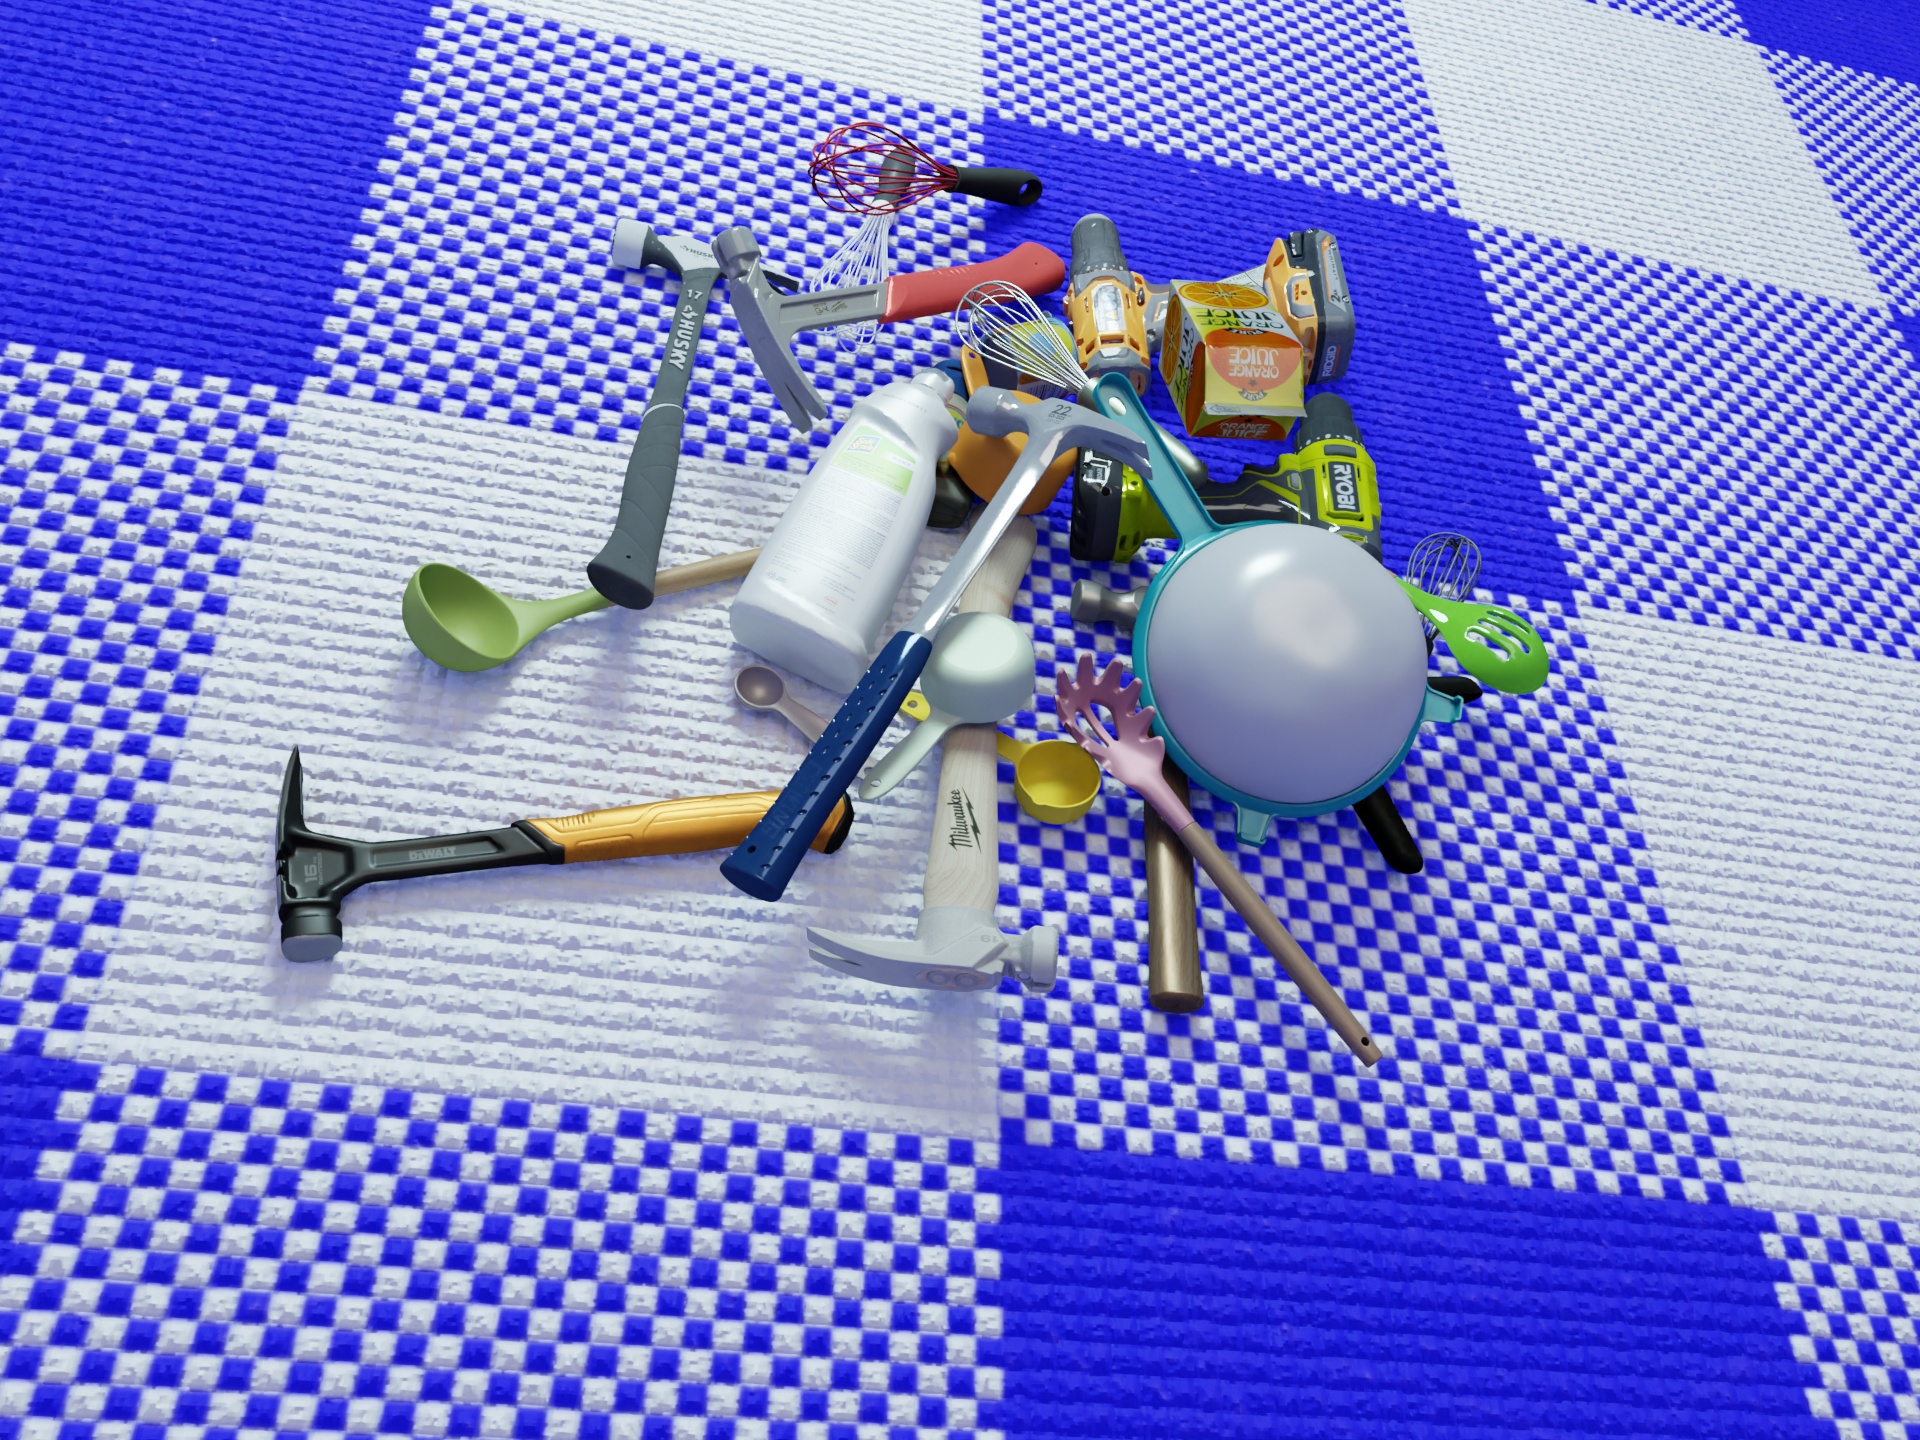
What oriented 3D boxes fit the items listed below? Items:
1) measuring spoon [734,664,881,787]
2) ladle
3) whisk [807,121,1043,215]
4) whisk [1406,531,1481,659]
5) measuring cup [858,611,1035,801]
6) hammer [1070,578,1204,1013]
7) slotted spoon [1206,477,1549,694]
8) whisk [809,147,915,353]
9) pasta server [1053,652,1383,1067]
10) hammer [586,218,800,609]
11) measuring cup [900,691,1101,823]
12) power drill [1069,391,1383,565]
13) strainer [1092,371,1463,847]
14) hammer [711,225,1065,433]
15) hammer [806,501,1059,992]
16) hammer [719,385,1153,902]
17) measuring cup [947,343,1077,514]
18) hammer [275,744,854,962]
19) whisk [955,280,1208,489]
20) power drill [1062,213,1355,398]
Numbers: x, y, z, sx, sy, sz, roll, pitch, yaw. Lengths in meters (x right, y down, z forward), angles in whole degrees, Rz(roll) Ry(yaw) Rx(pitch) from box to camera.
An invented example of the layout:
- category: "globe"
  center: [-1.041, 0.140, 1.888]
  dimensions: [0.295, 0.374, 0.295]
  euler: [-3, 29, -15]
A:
- category: "measuring spoon"
  center: [-0.099, 0.008, 1.050]
  dimensions: [0.124, 0.018, 0.034]
  euler: [38, 52, 3]
- category: "ladle"
  center: [-0.211, -0.096, 1.063]
  dimensions: [0.320, 0.062, 0.078]
  euler: [-17, 64, -29]
- category: "whisk"
  center: [-0.022, -0.453, 1.328]
  dimensions: [0.295, 0.073, 0.073]
  euler: [-16, 60, -50]
- category: "whisk"
  center: [0.345, -0.059, 1.210]
  dimensions: [0.055, 0.055, 0.239]
  euler: [28, 57, 4]
- category: "measuring cup"
  center: [-0.014, -0.012, 1.006]
  dimensions: [0.083, 0.038, 0.168]
  euler: [26, 50, 22]
- category: "hammer"
  center: [0.142, 0.043, 1.084]
  dimensions: [0.130, 0.031, 0.332]
  euler: [9, 54, -10]
- category: "slotted spoon"
  center: [0.305, -0.114, 1.210]
  dimensions: [0.314, 0.031, 0.070]
  euler: [33, 61, 25]
- category: "whisk"
  center: [-0.073, -0.403, 1.322]
  dimensions: [0.070, 0.070, 0.285]
  euler: [17, 48, -5]
- category: "pasta server"
  center: [0.163, 0.087, 1.017]
  dimensions: [0.060, 0.040, 0.316]
  euler: [-31, 70, -19]
- category: "hammer"
  center: [-0.205, -0.227, 1.141]
  dimensions: [0.149, 0.036, 0.409]
  euler: [12, 46, -11]
- category: "measuring cup"
  center: [0.021, 0.022, 1.073]
  dimensions: [0.156, 0.029, 0.062]
  euler: [26, 52, 17]
- category: "power drill"
  center: [0.202, -0.185, 1.206]
  dimensions: [0.228, 0.080, 0.191]
  euler: [5, 51, 1]
- category: "strainer"
  center: [0.194, -0.101, 1.057]
  dimensions: [0.211, 0.095, 0.340]
  euler: [-30, 84, -16]
- category: "hammer"
  center: [-0.030, -0.321, 1.233]
  dimensions: [0.359, 0.036, 0.149]
  euler: [-25, 88, -47]
- category: "hammer"
  center: [-0.002, -0.003, 1.051]
  dimensions: [0.146, 0.038, 0.411]
  euler: [4, 48, 2]
- category: "hammer"
  center: [-0.019, -0.058, 1.002]
  dimensions: [0.144, 0.035, 0.406]
  euler: [18, 61, 28]
- category: "measuring cup"
  center: [0.034, -0.235, 1.189]
  dimensions: [0.095, 0.052, 0.174]
  euler: [6, 54, -30]
- category: "hammer"
  center: [-0.230, 0.064, 0.956]
  dimensions: [0.336, 0.034, 0.127]
  euler: [-4, 58, -20]
- category: "whisk"
  center: [0.088, -0.246, 1.171]
  dimensions: [0.246, 0.057, 0.059]
  euler: [43, 94, 21]
- category: "power drill"
  center: [0.198, -0.353, 1.323]
  dimensions: [0.226, 0.084, 0.186]
  euler: [-5, 61, 1]
